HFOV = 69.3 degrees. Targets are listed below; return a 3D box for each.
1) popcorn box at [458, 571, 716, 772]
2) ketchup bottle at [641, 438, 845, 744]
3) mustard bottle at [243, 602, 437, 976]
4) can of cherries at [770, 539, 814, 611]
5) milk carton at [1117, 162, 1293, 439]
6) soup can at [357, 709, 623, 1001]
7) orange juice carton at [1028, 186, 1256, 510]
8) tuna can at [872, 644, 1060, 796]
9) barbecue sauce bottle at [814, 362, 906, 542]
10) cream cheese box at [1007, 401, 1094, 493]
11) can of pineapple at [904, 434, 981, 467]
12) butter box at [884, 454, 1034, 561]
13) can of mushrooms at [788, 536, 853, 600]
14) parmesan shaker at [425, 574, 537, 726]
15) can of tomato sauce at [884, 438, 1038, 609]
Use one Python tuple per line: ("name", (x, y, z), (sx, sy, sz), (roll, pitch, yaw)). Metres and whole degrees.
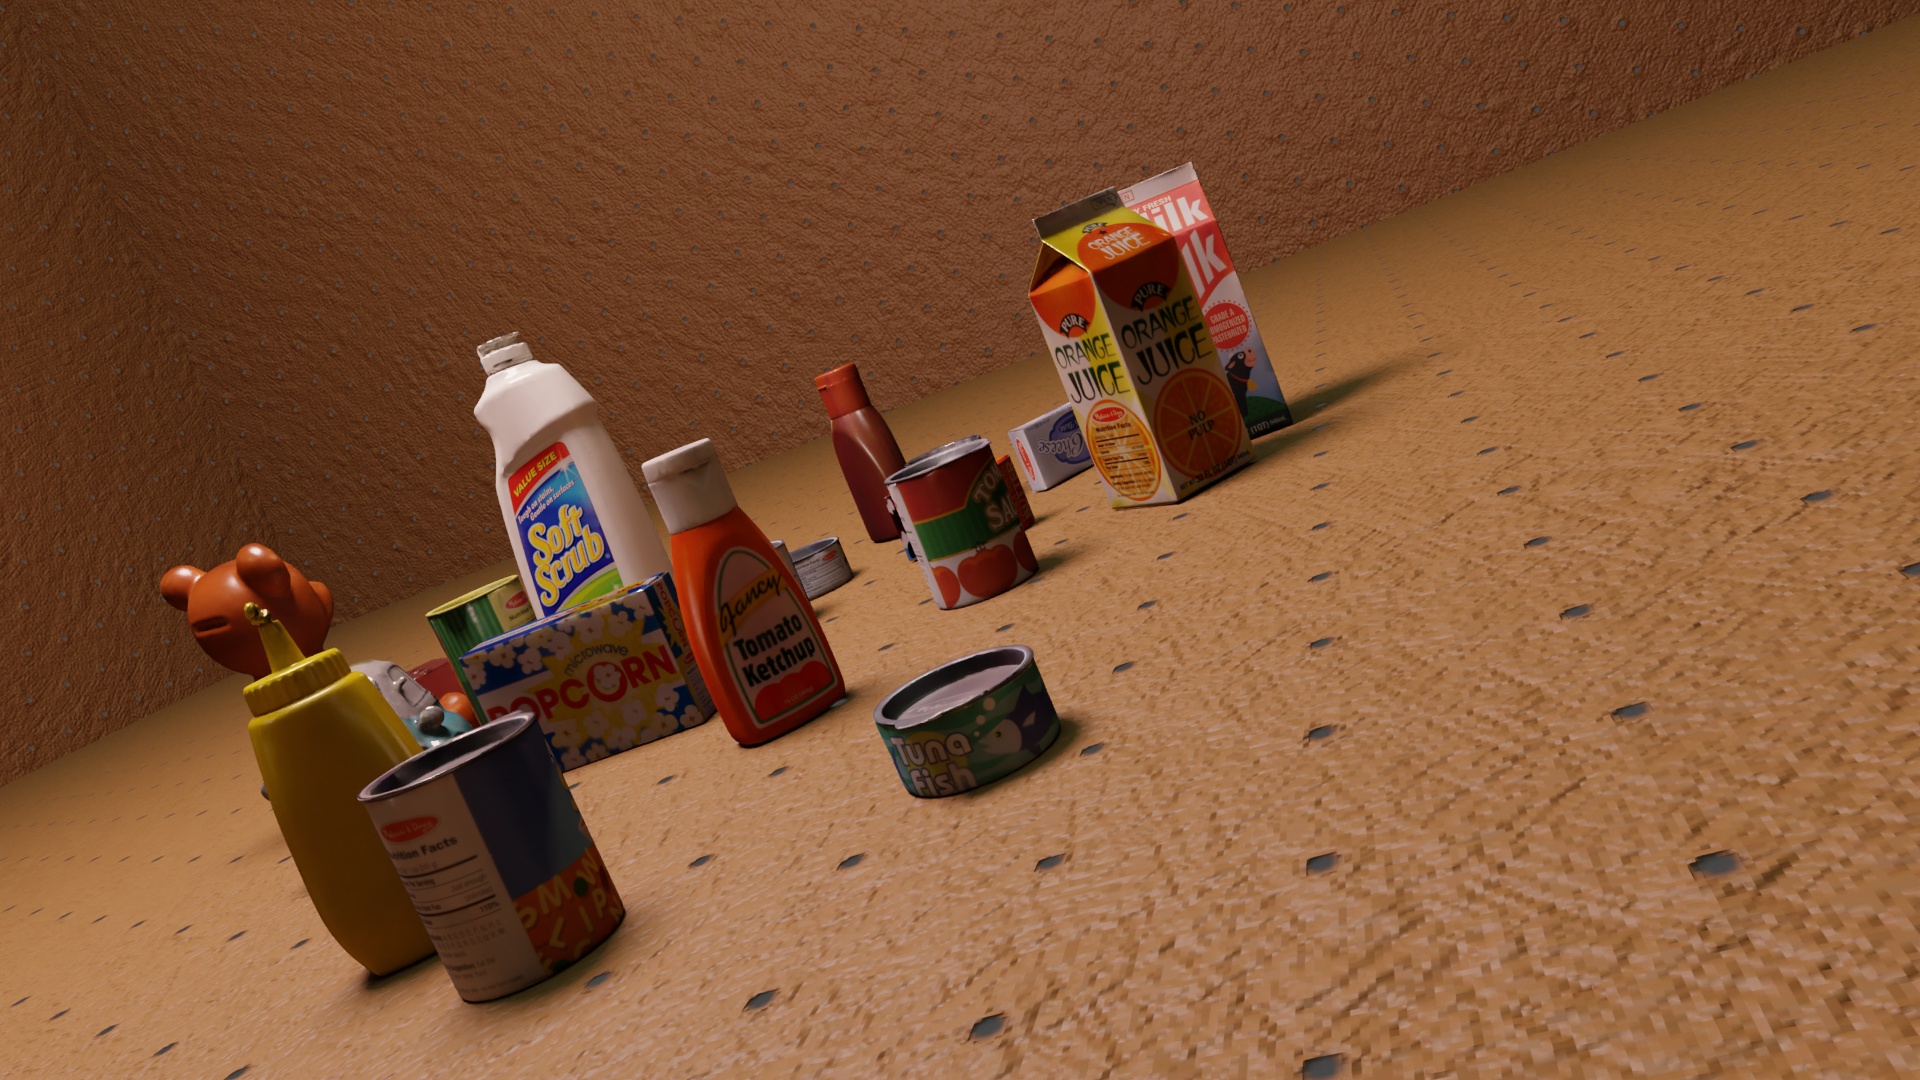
("popcorn box", (-0.212, 0.080, 0.800), (0.126, 0.085, 0.038), (-20, 9, 13))
("ketchup bottle", (-0.113, 0.024, 0.695), (0.065, 0.148, 0.043), (-27, 10, -29))
("mustard bottle", (-0.252, 0.096, 0.572), (0.065, 0.160, 0.049), (-25, 9, -18))
("can of cherries", (-0.141, 0.039, 0.954), (0.071, 0.058, 0.071), (-22, 9, 4))
("milk carton", (0.163, -0.161, 0.971), (0.072, 0.190, 0.073), (-21, 9, 12))
("soup can", (-0.170, 0.114, 0.515), (0.071, 0.083, 0.071), (-22, 9, 4))
("orange juice carton", (0.106, -0.122, 0.872), (0.072, 0.192, 0.073), (-27, 10, -28))
("tuna can", (0.002, 0.069, 0.529), (0.071, 0.032, 0.071), (-22, 9, 4))
("barbecue sauce bottle", (-0.077, -0.074, 1.162), (0.044, 0.148, 0.064), (-29, 11, -35))
("cream cheese box", (0.090, -0.082, 1.116), (0.104, 0.053, 0.024), (-28, 11, -33))
("can of pineapple", (-0.004, -0.047, 1.121), (0.071, 0.057, 0.071), (-22, 9, 4))
("butter box", (-0.001, -0.022, 0.990), (0.103, 0.053, 0.024), (-16, 11, 35))
("can of mushrooms", (-0.118, 0.024, 1.057), (0.071, 0.033, 0.071), (-22, 9, 4))
("parmesan shaker", (-0.320, 0.085, 0.967), (0.071, 0.103, 0.071), (-22, 9, 4))
("can of tomato sauce", (0.003, -0.010, 0.820), (0.071, 0.083, 0.071), (-22, 9, 4))
